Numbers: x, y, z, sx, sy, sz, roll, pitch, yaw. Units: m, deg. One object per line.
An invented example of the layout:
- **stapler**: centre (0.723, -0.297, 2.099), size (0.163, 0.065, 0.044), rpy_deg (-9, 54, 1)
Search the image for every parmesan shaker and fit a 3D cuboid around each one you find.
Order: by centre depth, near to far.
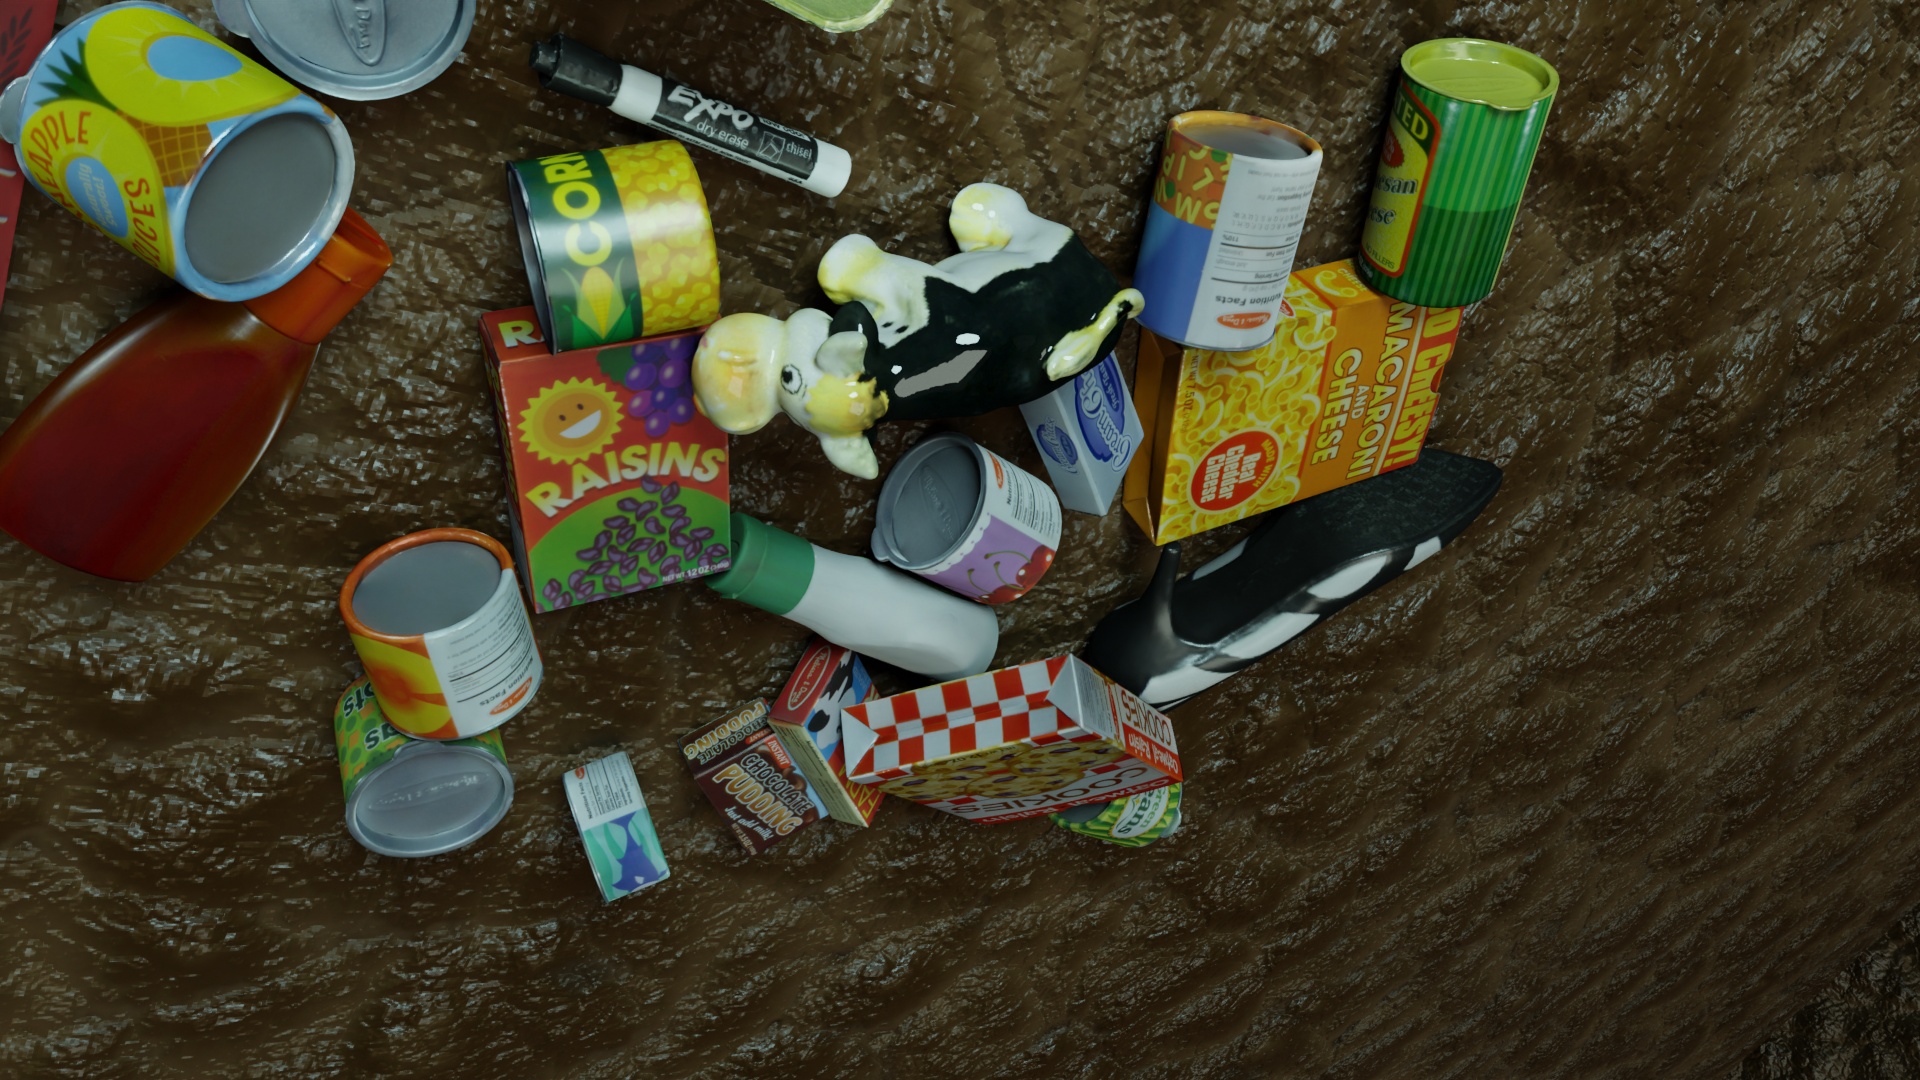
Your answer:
- **parmesan shaker**: centre (0.223, -0.164, 0.631), size (0.071, 0.071, 0.102), rpy_deg (-16, 135, -18)

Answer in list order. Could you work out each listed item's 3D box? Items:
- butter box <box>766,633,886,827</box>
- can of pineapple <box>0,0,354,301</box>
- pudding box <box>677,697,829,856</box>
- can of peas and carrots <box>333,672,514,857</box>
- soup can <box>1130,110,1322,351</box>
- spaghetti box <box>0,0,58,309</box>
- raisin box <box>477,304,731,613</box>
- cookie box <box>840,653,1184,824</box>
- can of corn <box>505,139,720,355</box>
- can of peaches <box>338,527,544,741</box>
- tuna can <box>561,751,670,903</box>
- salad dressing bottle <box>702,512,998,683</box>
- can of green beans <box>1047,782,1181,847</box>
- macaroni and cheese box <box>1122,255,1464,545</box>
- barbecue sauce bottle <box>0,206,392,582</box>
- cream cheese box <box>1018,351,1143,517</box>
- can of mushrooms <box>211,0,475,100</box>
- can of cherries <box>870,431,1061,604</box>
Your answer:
- **butter box**: centre (-0.061, 0.099, 0.711), size (0.053, 0.024, 0.103), rpy_deg (-61, 148, -30)
- **can of pineapple**: centre (-0.221, -0.109, 0.398), size (0.071, 0.058, 0.071), rpy_deg (-56, 172, -11)
- **pudding box**: centre (-0.106, 0.123, 0.720), size (0.050, 0.030, 0.083), rpy_deg (-28, 137, -8)
- **can of peas and carrots**: centre (-0.231, 0.090, 0.593), size (0.071, 0.059, 0.070), rpy_deg (-17, 134, -18)
- **soup can**: centre (0.110, -0.134, 0.594), size (0.071, 0.071, 0.083), rpy_deg (-8, 127, -25)
- **spaghetti box**: centre (-0.294, -0.102, 0.388), size (0.050, 0.029, 0.249), rpy_deg (30, 115, -1)
- **raisin box**: centre (-0.137, -0.036, 0.551), size (0.086, 0.040, 0.122), rpy_deg (-13, 134, -22)
- **cookie box**: centre (0.033, 0.109, 0.723), size (0.123, 0.040, 0.167), rpy_deg (-16, 156, 20)
- **can of corn**: centre (-0.120, -0.103, 0.479), size (0.058, 0.071, 0.070), rpy_deg (-14, 134, -19)
- **can of peaches**: centre (-0.208, 0.036, 0.555), size (0.071, 0.071, 0.057), rpy_deg (-17, 135, -18)
- **tuna can**: centre (-0.166, 0.140, 0.671), size (0.033, 0.071, 0.070), rpy_deg (-20, 135, -15)
- **salad dressing bottle**: centre (-0.050, 0.029, 0.652), size (0.147, 0.064, 0.044), rpy_deg (24, 75, -36)
- **can of green beans**: centre (0.089, 0.146, 0.832), size (0.058, 0.071, 0.071), rpy_deg (25, 112, -42)
- **macaroni and cheese box**: centre (0.168, -0.074, 0.701), size (0.167, 0.040, 0.123), rpy_deg (-17, 135, -18)
- **barbecue sauce bottle**: centre (-0.253, -0.053, 0.463), size (0.148, 0.044, 0.064), rpy_deg (-43, 135, 8)
- **cream cheese box**: centre (0.054, -0.063, 0.635), size (0.053, 0.024, 0.103), rpy_deg (-61, 145, -27)
- **can of mushrooms**: centre (-0.183, -0.168, 0.410), size (0.071, 0.033, 0.070), rpy_deg (-17, 135, -18)
- **can of cherries**: centre (0.002, -0.008, 0.643), size (0.071, 0.072, 0.058), rpy_deg (-48, 136, 15)
